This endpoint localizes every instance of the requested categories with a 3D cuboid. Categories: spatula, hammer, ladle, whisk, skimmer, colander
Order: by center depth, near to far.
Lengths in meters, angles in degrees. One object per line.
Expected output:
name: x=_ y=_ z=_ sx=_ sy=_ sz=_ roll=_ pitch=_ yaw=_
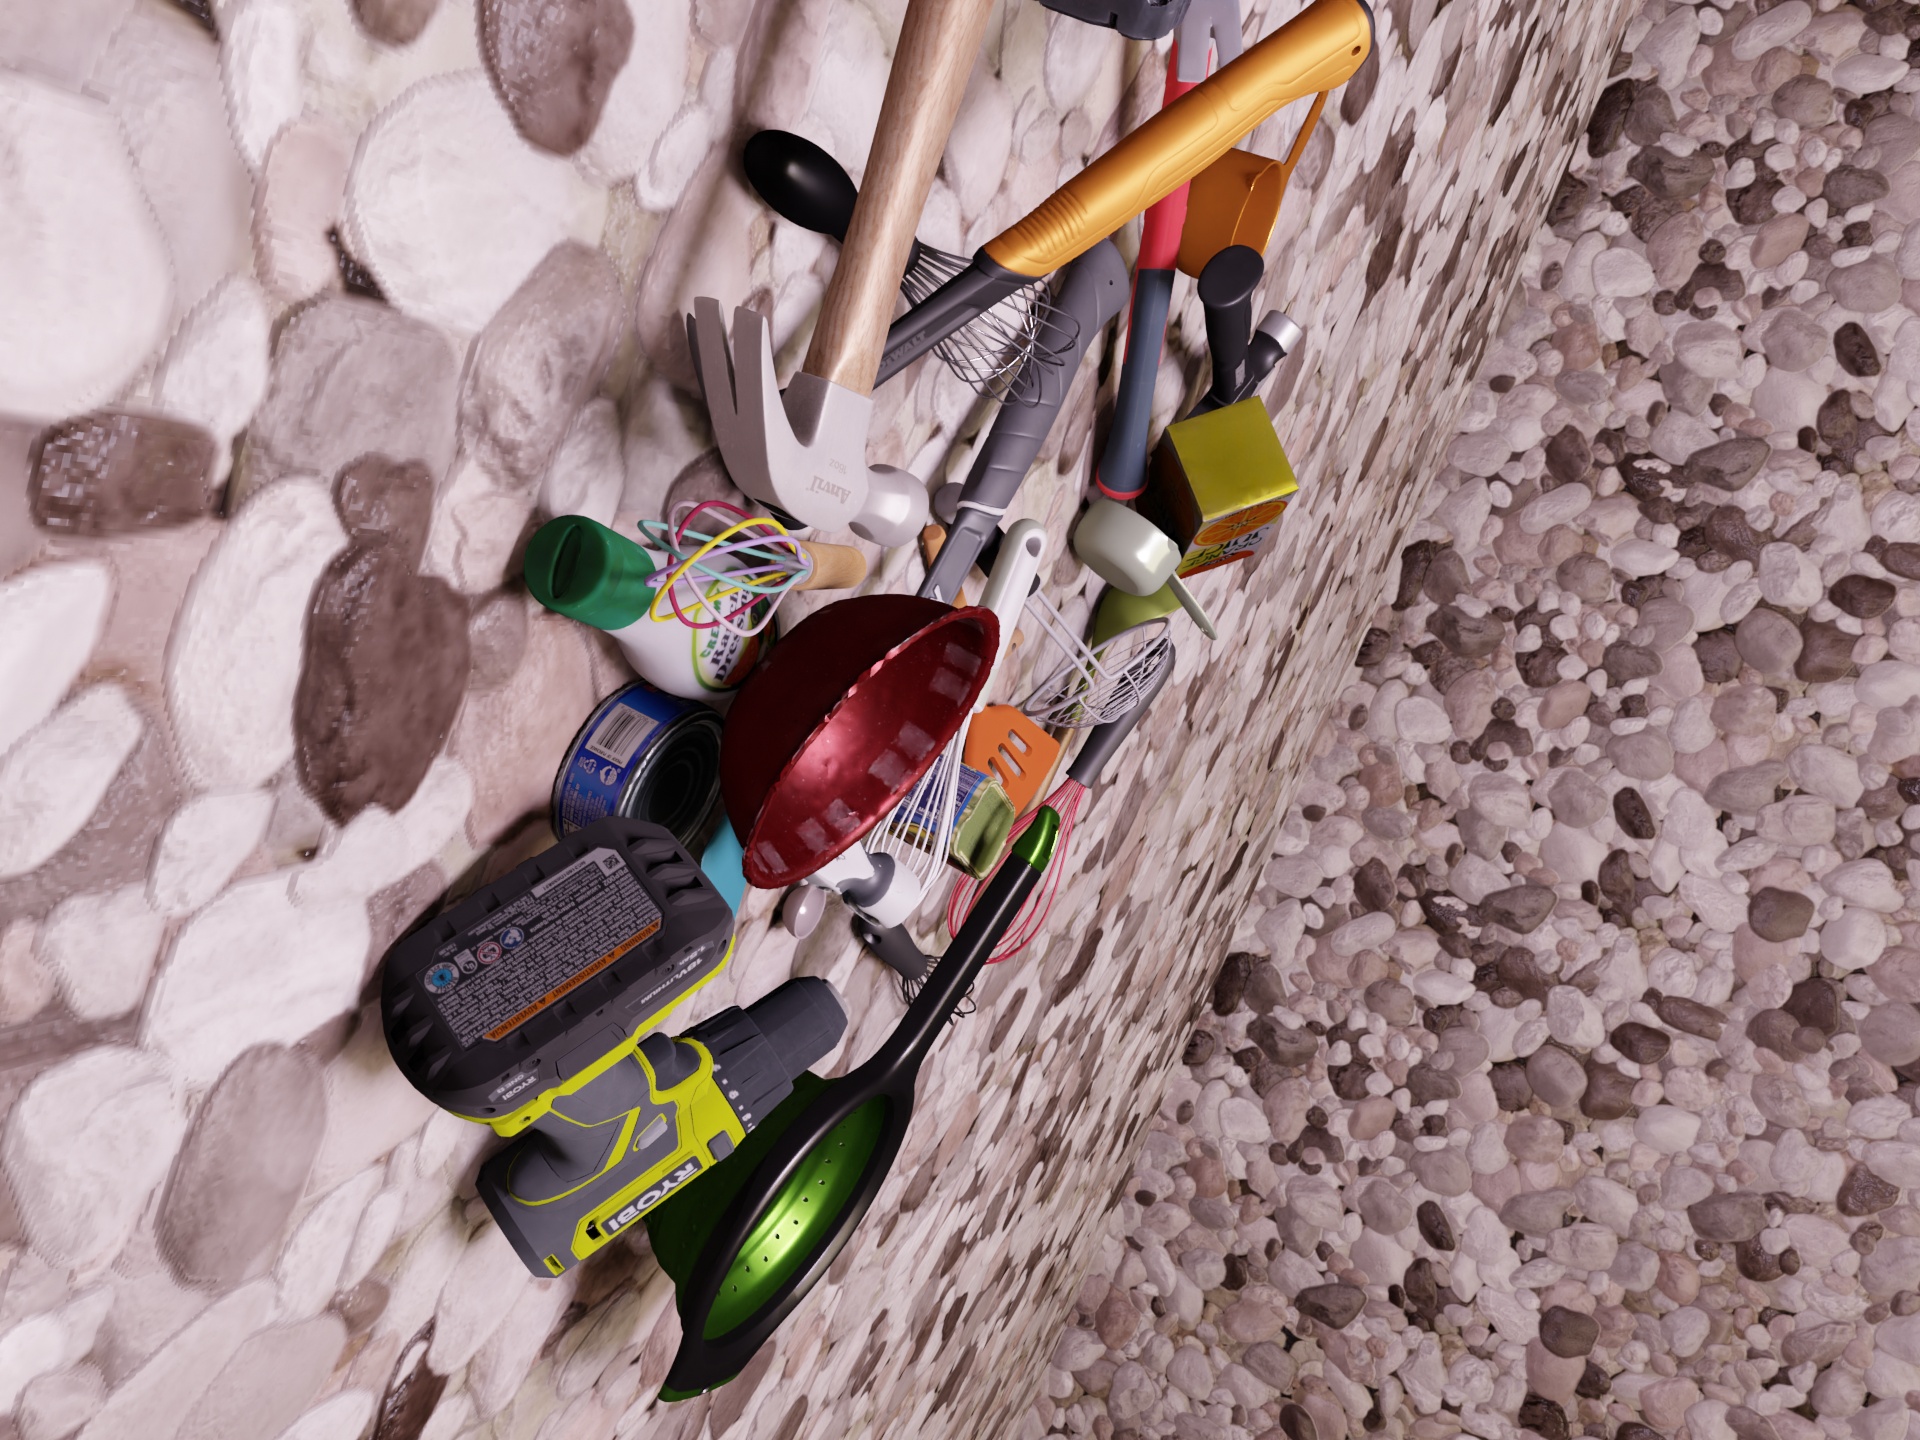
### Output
hammer: x=-0.012 y=-0.230 z=0.562 sx=0.130 sy=0.031 sz=0.331 roll=8 pitch=100 yaw=-60
whisk: x=-0.078 y=-0.062 z=0.654 sx=0.245 sy=0.051 sz=0.047 roll=-29 pitch=138 yaw=-79
hammer: x=0.039 y=-0.212 z=0.674 sx=0.337 sy=0.034 sz=0.127 roll=-37 pitch=157 yaw=-5
whisk: x=-0.016 y=-0.202 z=0.717 sx=0.284 sy=0.070 sz=0.070 roll=10 pitch=104 yaw=-66
hammer: x=-0.001 y=-0.102 z=0.855 sx=0.149 sy=0.036 sz=0.409 roll=42 pitch=64 yaw=-37
spatula: x=-0.049 y=0.021 z=0.891 sx=0.317 sy=0.044 sz=0.082 roll=-37 pitch=140 yaw=-42
whisk: x=-0.001 y=-0.003 z=0.894 sx=0.057 sy=0.059 sz=0.246 roll=30 pitch=76 yaw=-38
colander: x=-0.079 y=0.203 z=0.945 sx=0.397 sy=0.094 sz=0.204 roll=-57 pitch=159 yaw=-5
hammer: x=0.118 y=-0.263 z=0.953 sx=0.386 sy=0.038 sz=0.143 roll=93 pitch=0 yaw=-55
spatula: x=0.015 y=-0.028 z=1.030 sx=0.081 sy=0.041 sz=0.322 roll=-53 pitch=157 yaw=-18
skimmer: x=0.051 y=-0.083 z=1.056 sx=0.127 sy=0.090 sz=0.363 roll=-32 pitch=150 yaw=9
hammer: x=0.179 y=-0.249 z=1.077 sx=0.146 sy=0.035 sz=0.334 roll=-52 pitch=172 yaw=6
whisk: x=-0.033 y=0.179 z=1.155 sx=0.055 sy=0.055 sz=0.238 roll=-60 pitch=157 yaw=-15
whisk: x=0.079 y=0.062 z=1.225 sx=0.296 sy=0.073 sz=0.073 roll=-57 pitch=161 yaw=4
ladle: x=0.088 y=0.027 z=1.273 sx=0.078 sy=0.062 sz=0.320 roll=-58 pitch=173 yaw=-83

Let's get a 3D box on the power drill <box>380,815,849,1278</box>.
power drill: x=-0.142 y=0.143 z=0.708 sx=0.190 sy=0.080 sz=0.228 roll=-34 pitch=150 yaw=-18

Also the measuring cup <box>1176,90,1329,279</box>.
measuring cup: x=0.193 y=-0.370 z=1.067 sx=0.174 sy=0.052 sz=0.095 roll=-62 pitch=161 yaw=-16

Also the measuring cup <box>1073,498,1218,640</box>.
measuring cup: x=0.139 y=-0.096 z=1.157 sx=0.038 sy=0.083 sz=0.167 roll=-53 pitch=131 yaw=-9

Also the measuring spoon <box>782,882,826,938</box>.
measuring spoon: x=-0.086 y=0.069 z=0.932 sx=0.034 sy=0.018 sz=0.124 roll=-21 pitch=126 yaw=-63

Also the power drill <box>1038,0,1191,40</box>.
power drill: x=0.099 y=-0.373 z=0.677 sx=0.220 sy=0.143 sz=0.078 roll=-47 pitch=157 yaw=-37
